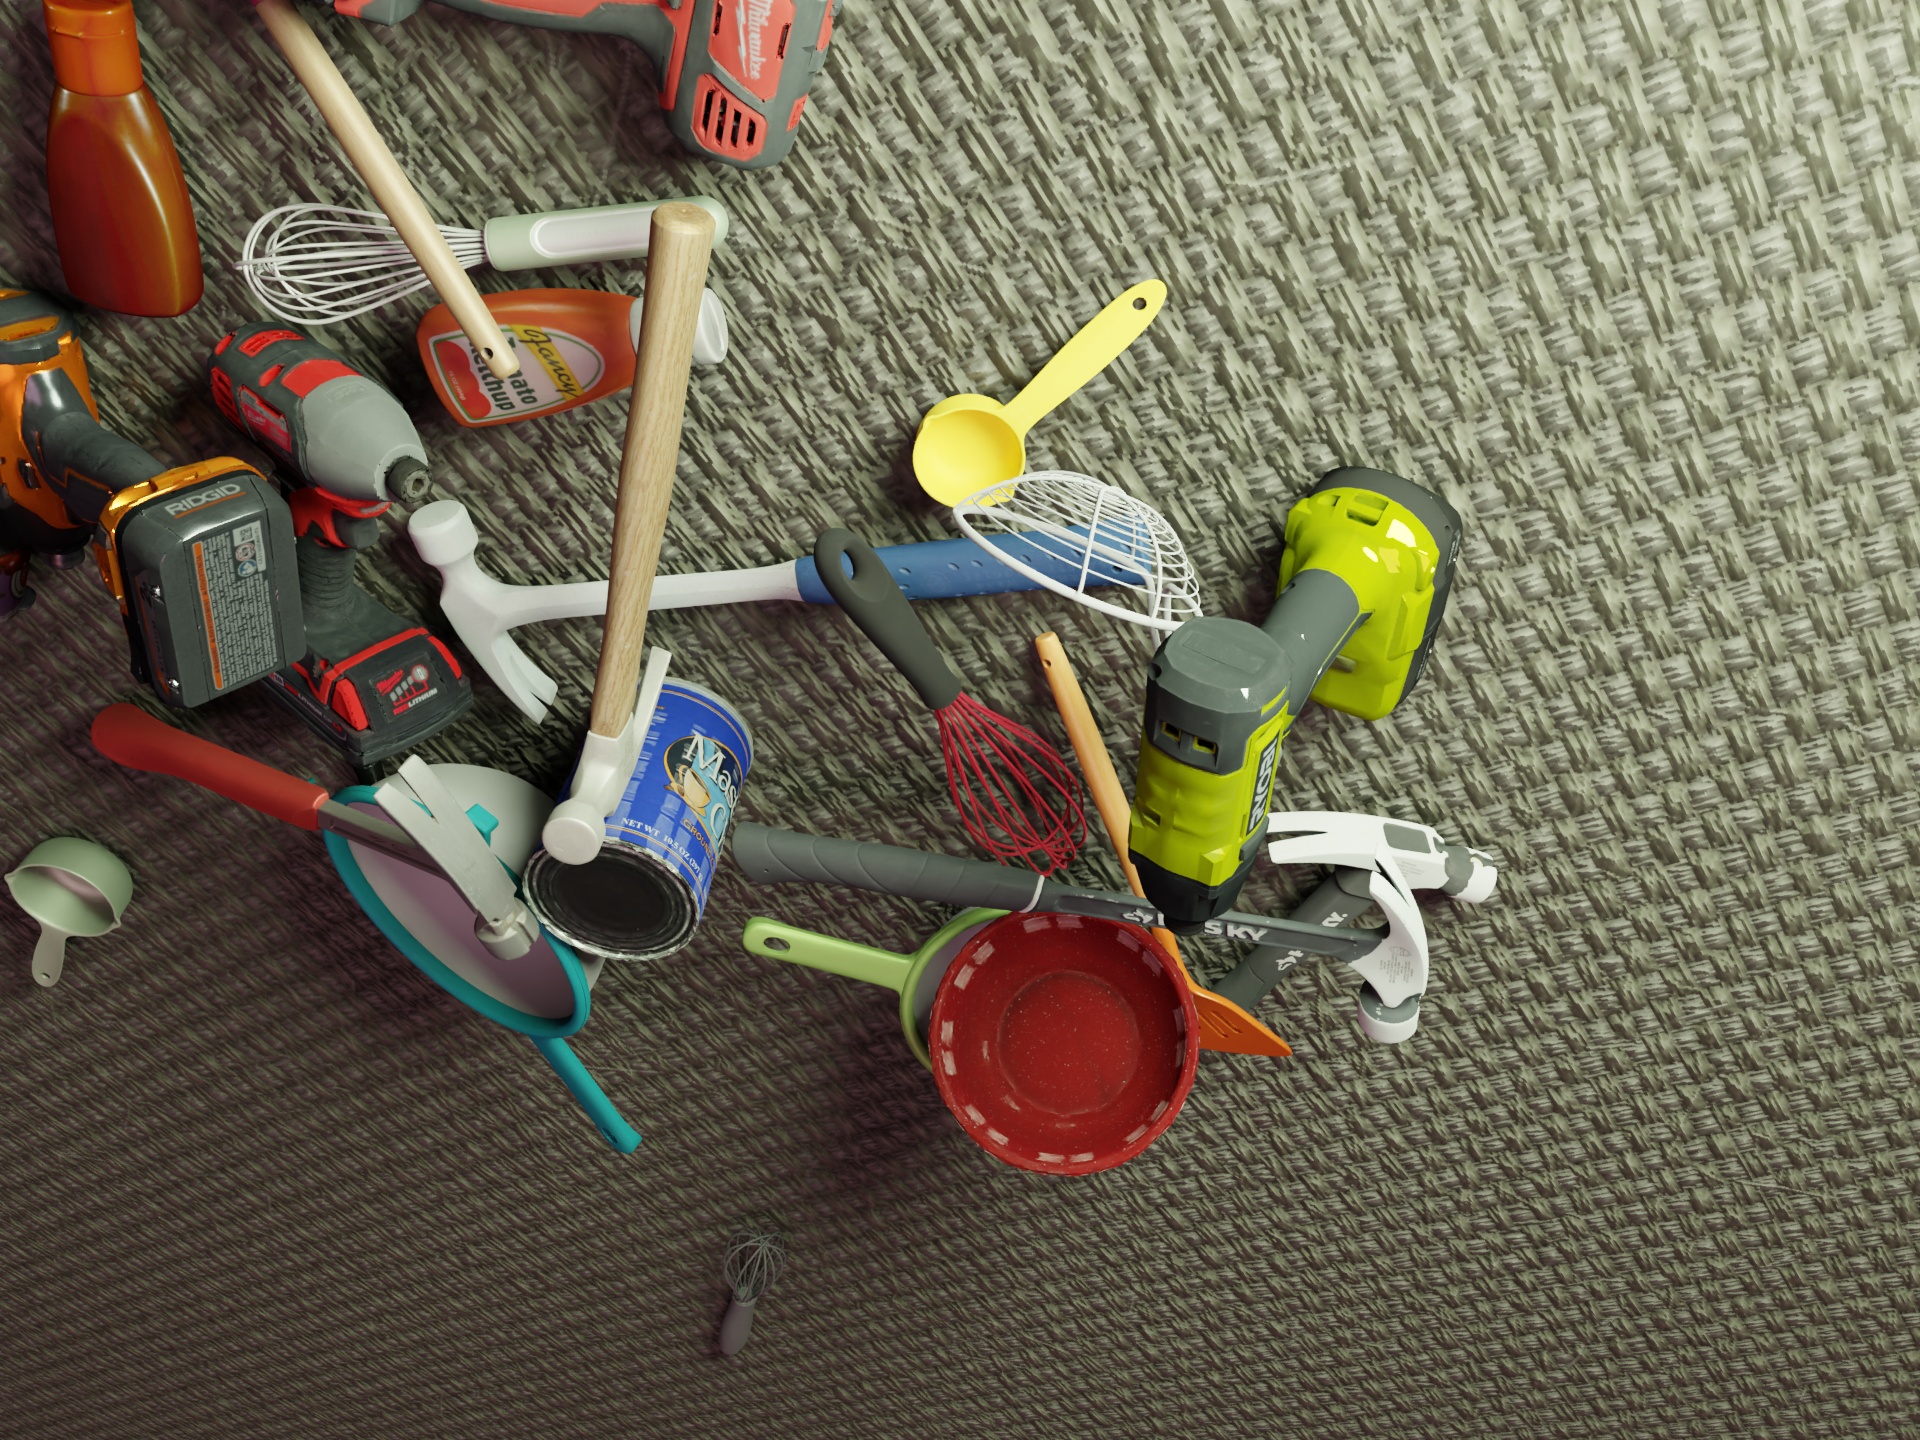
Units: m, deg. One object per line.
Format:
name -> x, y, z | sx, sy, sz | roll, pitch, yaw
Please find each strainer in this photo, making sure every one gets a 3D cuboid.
strainer -> -0.275, 0.148, 1.055 | 0.211, 0.095, 0.340 | 4, 132, 37
strainer -> -0.017, 0.156, 1.038 | 0.256, 0.069, 0.151 | 16, 113, -11

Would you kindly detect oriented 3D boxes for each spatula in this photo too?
spatula -> 0.112, 0.087, 0.961 | 0.081, 0.041, 0.322 | -4, 117, 42

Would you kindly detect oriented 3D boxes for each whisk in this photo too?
whisk -> -0.193, 0.515, 1.417 | 0.055, 0.055, 0.238 | 14, 135, -3
whisk -> -0.001, -0.003, 0.886 | 0.073, 0.073, 0.295 | -16, 136, 22
whisk -> -0.232, -0.229, 0.767 | 0.246, 0.059, 0.057 | -4, 103, 7

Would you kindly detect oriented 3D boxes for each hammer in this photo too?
hammer -> 0.187, 0.169, 1.044 | 0.146, 0.035, 0.334 | 16, 135, -20
hammer -> 0.059, 0.101, 0.913 | 0.409, 0.036, 0.149 | 7, 141, 16
hammer -> -0.098, -0.073, 0.887 | 0.405, 0.035, 0.143 | -4, 130, 13
hammer -> -0.160, -0.092, 0.790 | 0.031, 0.130, 0.331 | 14, 123, -3
hammer -> -0.403, 0.038, 0.932 | 0.359, 0.037, 0.149 | 16, 145, 31

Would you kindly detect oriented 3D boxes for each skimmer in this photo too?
skimmer -> 0.092, 0.000, 0.848 | 0.127, 0.090, 0.362 | 38, 163, 36

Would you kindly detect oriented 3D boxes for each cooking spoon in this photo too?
cooking spoon -> -0.289, -0.294, 0.702 | 0.069, 0.017, 0.318 | -20, 114, 22

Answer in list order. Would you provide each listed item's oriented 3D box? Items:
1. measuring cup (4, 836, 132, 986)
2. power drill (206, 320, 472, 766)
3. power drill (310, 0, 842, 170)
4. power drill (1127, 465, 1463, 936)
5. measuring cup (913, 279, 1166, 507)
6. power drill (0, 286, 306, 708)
measuring cup -> -0.658, 0.143, 1.172 | 0.083, 0.038, 0.167 | 27, 132, -15
power drill -> -0.328, -0.090, 0.854 | 0.143, 0.078, 0.219 | 33, 136, 24
power drill -> -0.152, -0.341, 0.635 | 0.226, 0.080, 0.187 | 16, 132, -9
power drill -> 0.155, -0.011, 0.766 | 0.080, 0.223, 0.171 | 25, 137, 25
measuring cup -> 0.040, -0.168, 0.794 | 0.156, 0.029, 0.062 | -39, 116, 21
power drill -> -0.442, -0.105, 0.836 | 0.227, 0.084, 0.164 | 37, 136, 22
